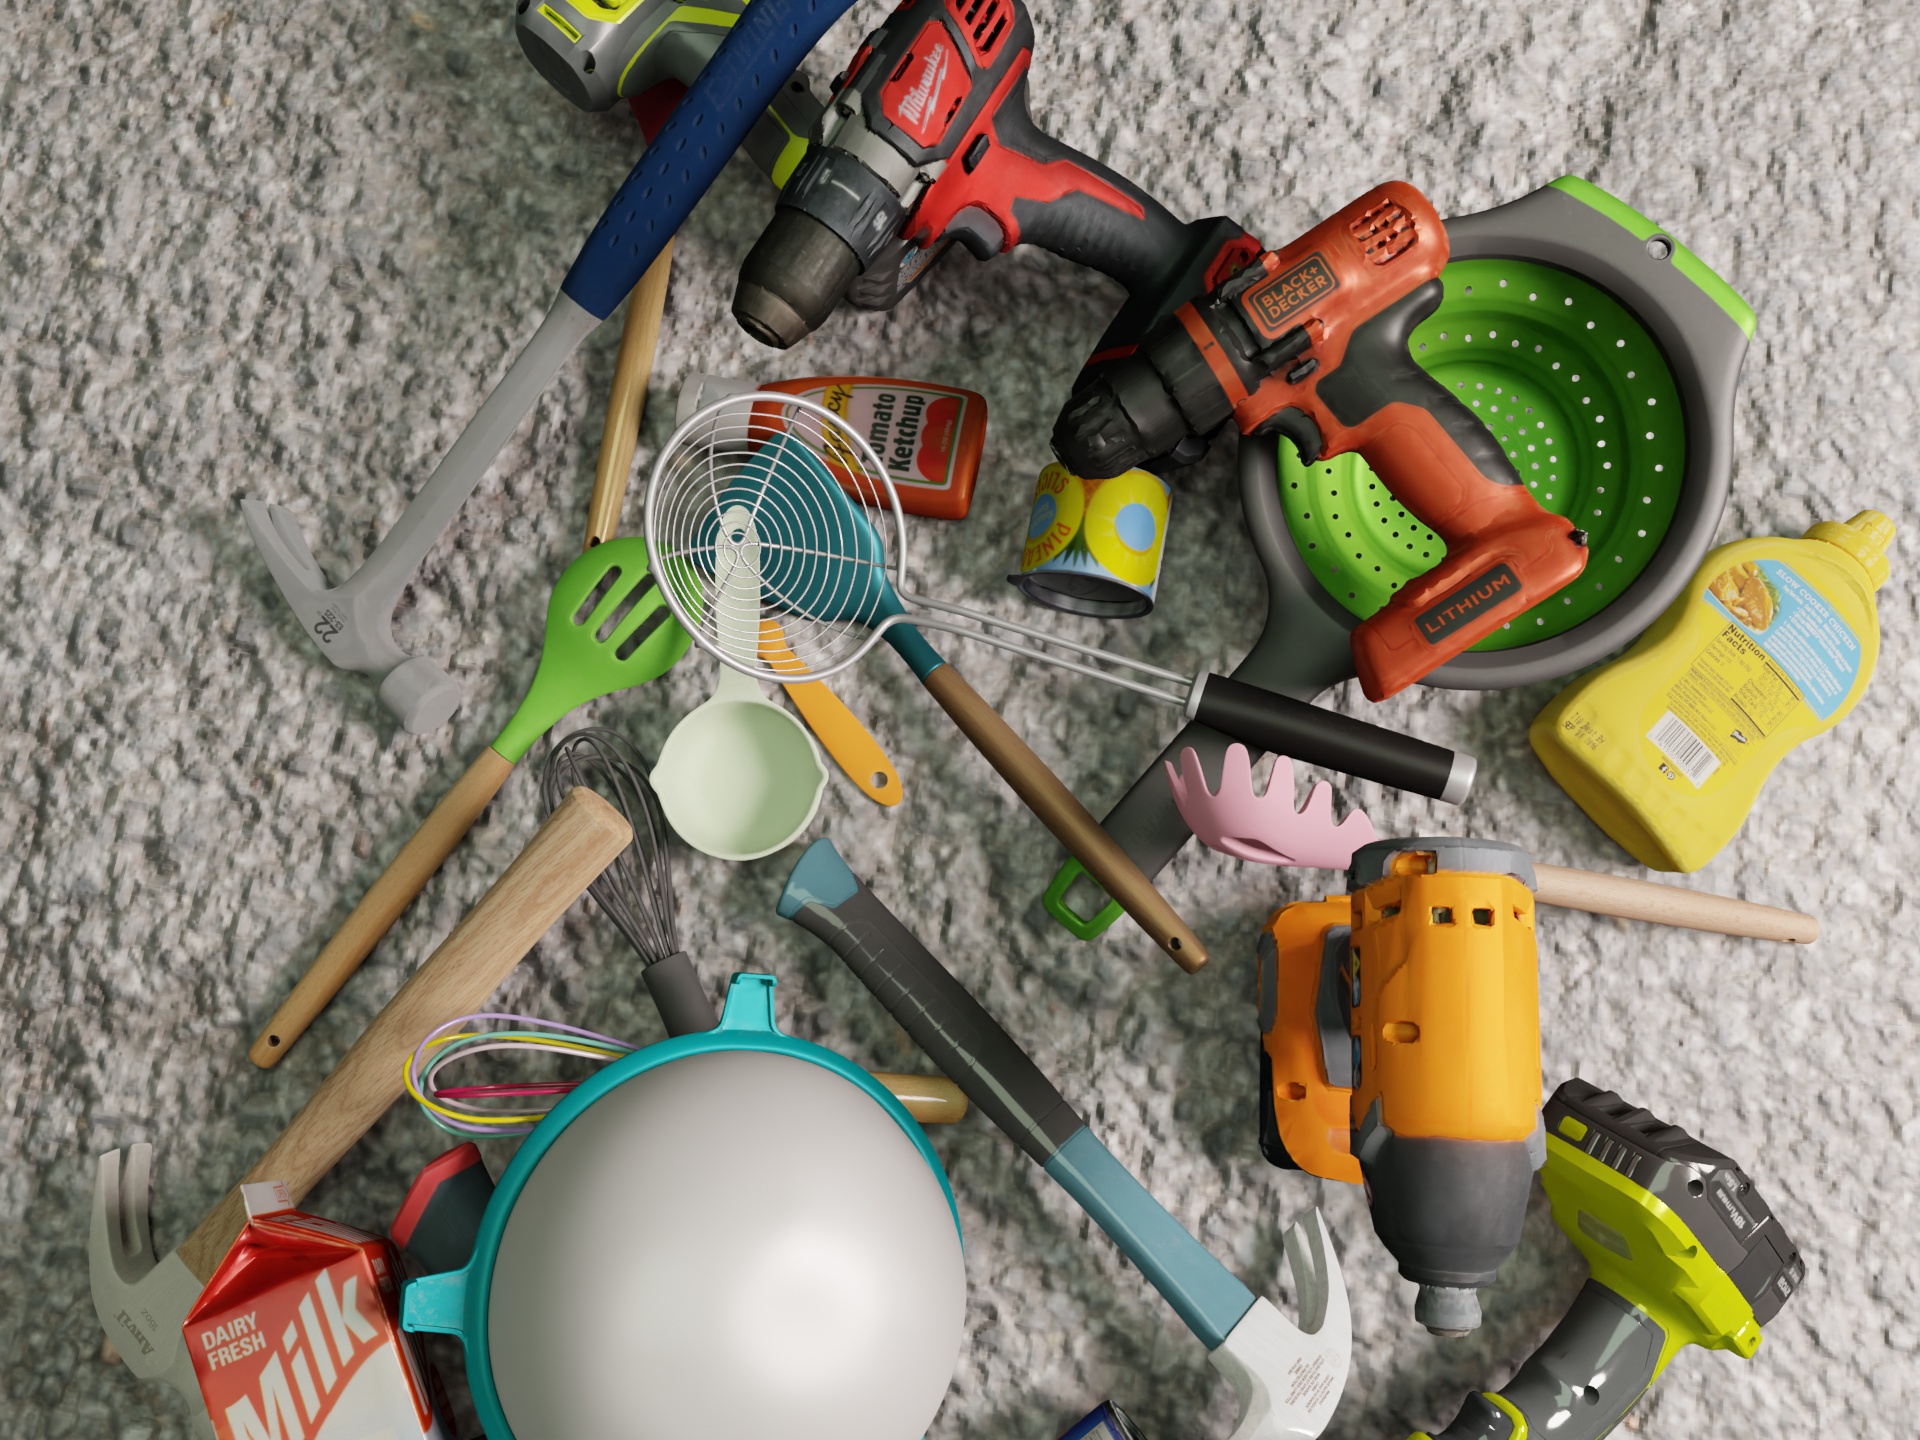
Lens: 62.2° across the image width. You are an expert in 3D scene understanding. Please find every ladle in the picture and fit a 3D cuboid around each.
[{"bbox_3d":[-0.160,-0.226,0.817,0.069,0.031,0.315,8,81,3],"label":"ladle"}]

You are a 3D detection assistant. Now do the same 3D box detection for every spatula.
[{"bbox_3d":[-0.001,-0.002,0.736,0.318,0.044,0.082,47,108,19],"label":"spatula"}]

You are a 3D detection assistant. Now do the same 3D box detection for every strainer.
[{"bbox_3d":[-0.039,0.277,0.626,0.211,0.095,0.340,-42,96,-25],"label":"strainer"}]

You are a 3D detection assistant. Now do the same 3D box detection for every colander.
[{"bbox_3d":[0.181,-0.056,0.741,0.204,0.094,0.397,42,101,8],"label":"colander"}]

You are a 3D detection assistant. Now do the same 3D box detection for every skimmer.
[{"bbox_3d":[0.044,-0.039,0.675,0.363,0.090,0.127,18,72,9],"label":"skimmer"}]

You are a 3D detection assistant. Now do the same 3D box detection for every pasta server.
[{"bbox_3d":[0.238,0.061,0.694,0.316,0.060,0.040,11,72,-13],"label":"pasta server"}]

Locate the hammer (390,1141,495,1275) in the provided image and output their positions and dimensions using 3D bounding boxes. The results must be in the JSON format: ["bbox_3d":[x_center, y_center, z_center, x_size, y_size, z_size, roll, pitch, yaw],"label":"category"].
[{"bbox_3d":[-0.121,0.350,0.659,0.143,0.038,0.386,-25,87,-4],"label":"hammer"}]

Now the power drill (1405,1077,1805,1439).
[{"bbox_3d":[0.226,0.264,0.633,0.223,0.080,0.171,-49,123,-10],"label":"power drill"}]

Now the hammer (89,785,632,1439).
[{"bbox_3d":[-0.268,0.160,0.713,0.130,0.031,0.331,42,93,11],"label":"hammer"}]

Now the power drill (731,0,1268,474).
[{"bbox_3d":[0.023,-0.202,0.723,0.226,0.080,0.188,35,83,-20],"label":"power drill"}]

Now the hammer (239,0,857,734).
[{"bbox_3d":[-0.189,-0.191,0.746,0.144,0.035,0.405,42,102,11],"label":"hammer"}]

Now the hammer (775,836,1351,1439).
[{"bbox_3d":[0.035,0.177,0.698,0.331,0.033,0.128,44,51,17],"label":"hammer"}]

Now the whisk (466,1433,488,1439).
[{"bbox_3d":[-0.237,0.334,0.691,0.296,0.073,0.073,-19,78,-8],"label":"whisk"}]

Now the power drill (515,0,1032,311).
[{"bbox_3d":[-0.077,-0.336,0.790,0.228,0.080,0.190,41,81,1],"label":"power drill"}]

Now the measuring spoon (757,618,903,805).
[{"bbox_3d":[-0.066,-0.005,0.772,0.021,0.011,0.117,-39,79,-5],"label":"measuring spoon"}]

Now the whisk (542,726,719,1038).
[{"bbox_3d":[-0.134,0.112,0.737,0.055,0.055,0.239,-25,82,-2],"label":"whisk"}]

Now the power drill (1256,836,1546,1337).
[{"bbox_3d":[0.168,0.138,0.620,0.084,0.226,0.164,2,79,3],"label":"power drill"}]

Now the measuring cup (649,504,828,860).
[{"bbox_3d":[-0.103,-0.017,0.757,0.083,0.038,0.168,-1,83,1],"label":"measuring cup"}]

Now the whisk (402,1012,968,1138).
[{"bbox_3d":[-0.114,0.162,0.689,0.245,0.047,0.051,8,89,-18],"label":"whisk"}]

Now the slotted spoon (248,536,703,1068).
[{"bbox_3d":[-0.235,0.038,0.764,0.070,0.031,0.314,38,85,-6],"label":"slotted spoon"}]
